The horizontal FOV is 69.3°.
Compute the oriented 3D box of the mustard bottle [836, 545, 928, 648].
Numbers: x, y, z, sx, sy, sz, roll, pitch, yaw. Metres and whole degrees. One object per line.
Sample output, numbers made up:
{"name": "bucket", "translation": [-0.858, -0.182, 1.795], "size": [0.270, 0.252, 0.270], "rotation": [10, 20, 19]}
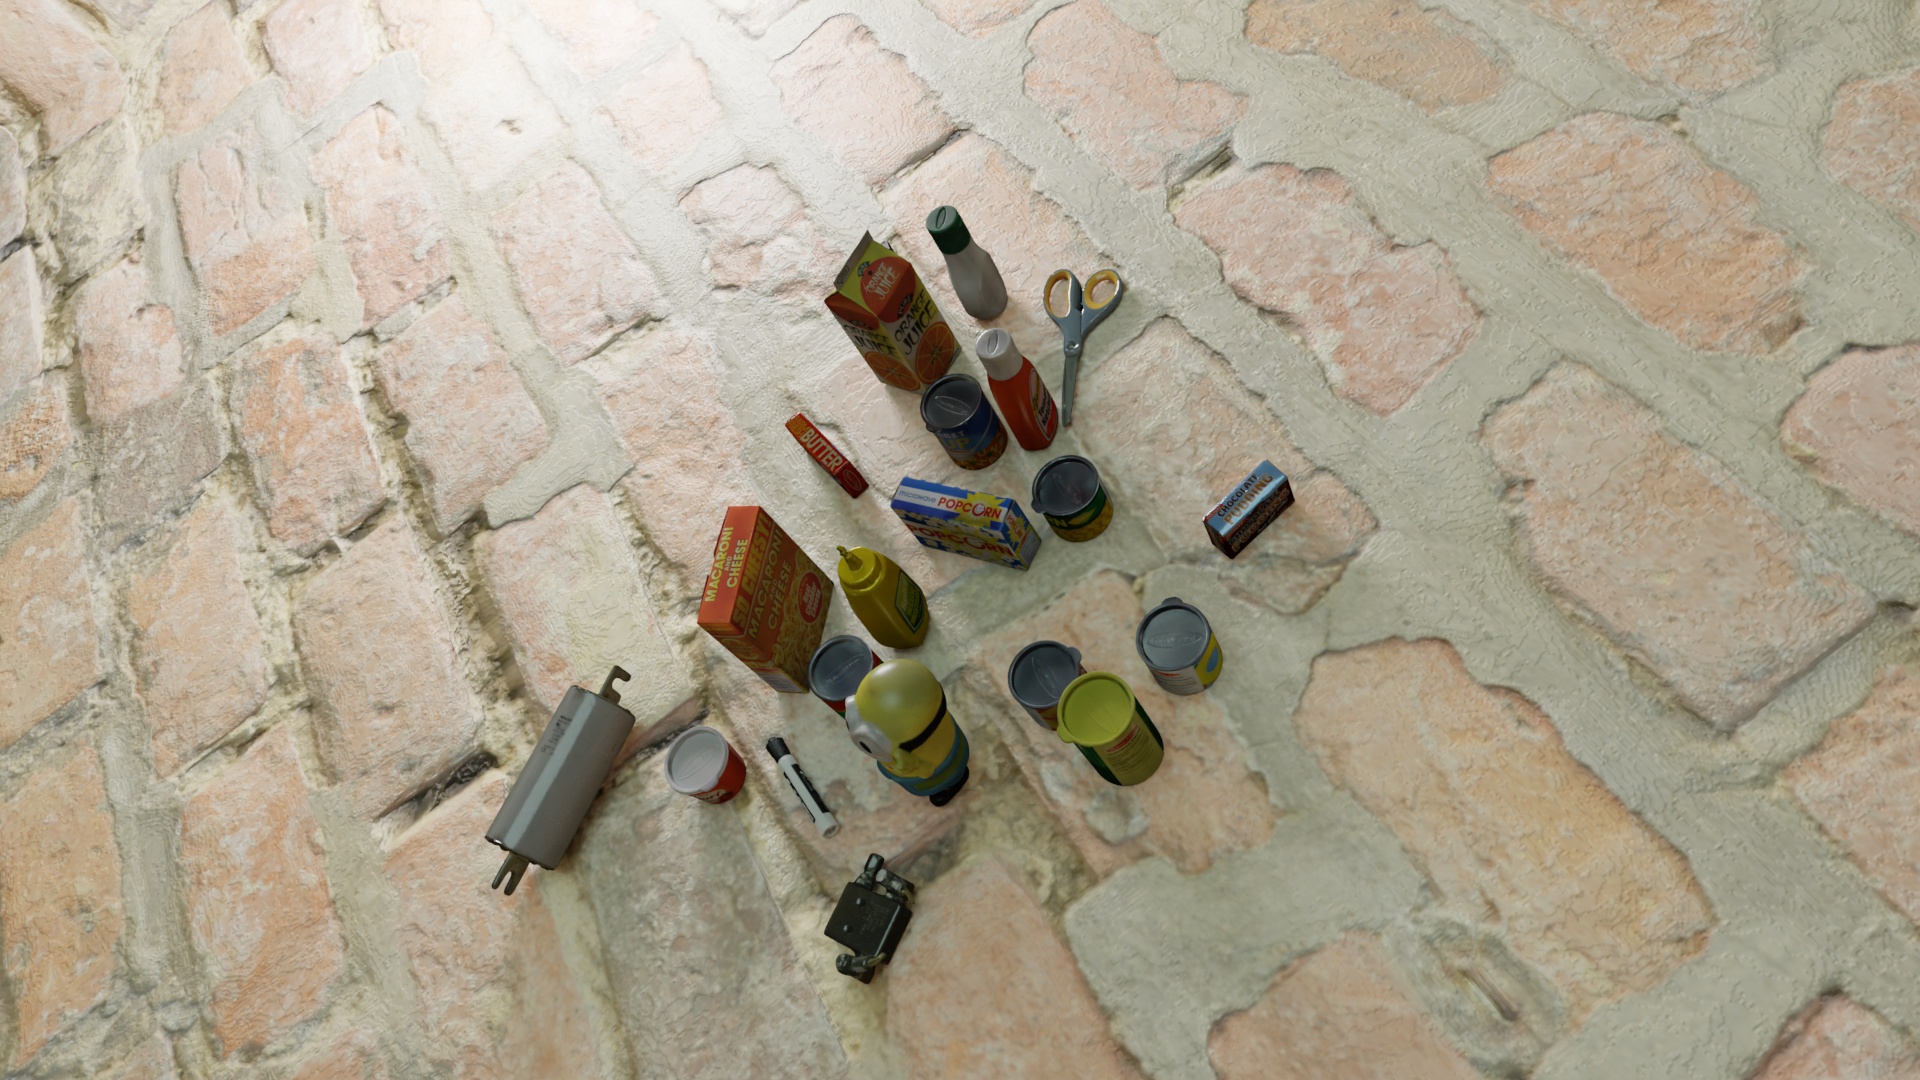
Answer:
{"name": "mustard bottle", "translation": [-0.078, 0.047, 1.300], "size": [0.049, 0.159, 0.065], "rotation": [-6, 60, 20]}

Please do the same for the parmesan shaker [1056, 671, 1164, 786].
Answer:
{"name": "parmesan shaker", "translation": [0.127, 0.163, 1.180], "size": [0.071, 0.102, 0.071], "rotation": [-11, 58, 17]}

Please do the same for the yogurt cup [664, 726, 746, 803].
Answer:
{"name": "yogurt cup", "translation": [-0.242, 0.219, 1.334], "size": [0.072, 0.053, 0.073], "rotation": [-10, 58, 17]}

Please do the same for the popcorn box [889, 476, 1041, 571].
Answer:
{"name": "popcorn box", "translation": [0.005, -0.017, 1.349], "size": [0.127, 0.085, 0.038], "rotation": [13, 68, 29]}

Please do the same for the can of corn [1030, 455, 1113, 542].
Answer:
{"name": "can of corn", "translation": [0.107, -0.038, 1.335], "size": [0.071, 0.058, 0.071], "rotation": [-10, 58, 17]}

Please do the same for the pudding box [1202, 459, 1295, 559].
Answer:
{"name": "pudding box", "translation": [0.263, -0.029, 1.269], "size": [0.084, 0.049, 0.030], "rotation": [-42, 54, -5]}

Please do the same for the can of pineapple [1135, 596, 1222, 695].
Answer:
{"name": "can of pineapple", "translation": [0.193, 0.094, 1.221], "size": [0.071, 0.057, 0.071], "rotation": [-10, 58, 17]}

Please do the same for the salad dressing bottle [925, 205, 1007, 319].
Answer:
{"name": "salad dressing bottle", "translation": [0.006, -0.295, 1.474], "size": [0.044, 0.147, 0.064], "rotation": [0, 62, 23]}

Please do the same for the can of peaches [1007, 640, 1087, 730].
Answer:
{"name": "can of peaches", "translation": [0.085, 0.130, 1.246], "size": [0.071, 0.058, 0.071], "rotation": [-10, 58, 17]}

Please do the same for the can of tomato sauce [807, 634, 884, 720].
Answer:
{"name": "can of tomato sauce", "translation": [-0.095, 0.136, 1.302], "size": [0.071, 0.083, 0.071], "rotation": [-10, 58, 17]}

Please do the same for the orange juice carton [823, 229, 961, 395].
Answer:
{"name": "orange juice carton", "translation": [-0.076, -0.236, 1.446], "size": [0.073, 0.192, 0.072], "rotation": [20, 71, 31]}

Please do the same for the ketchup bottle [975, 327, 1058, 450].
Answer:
{"name": "ketchup bottle", "translation": [0.055, -0.151, 1.368], "size": [0.043, 0.148, 0.065], "rotation": [-2, 61, 22]}

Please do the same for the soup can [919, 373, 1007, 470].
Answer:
{"name": "soup can", "translation": [0.003, -0.117, 1.410], "size": [0.071, 0.083, 0.071], "rotation": [-10, 58, 17]}

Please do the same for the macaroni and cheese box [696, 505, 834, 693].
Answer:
{"name": "macaroni and cheese box", "translation": [-0.185, 0.059, 1.334], "size": [0.040, 0.166, 0.124], "rotation": [-1, 61, 23]}

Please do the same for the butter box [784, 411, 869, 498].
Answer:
{"name": "butter box", "translation": [-0.143, -0.091, 1.475], "size": [0.024, 0.053, 0.104], "rotation": [-43, 54, -4]}
